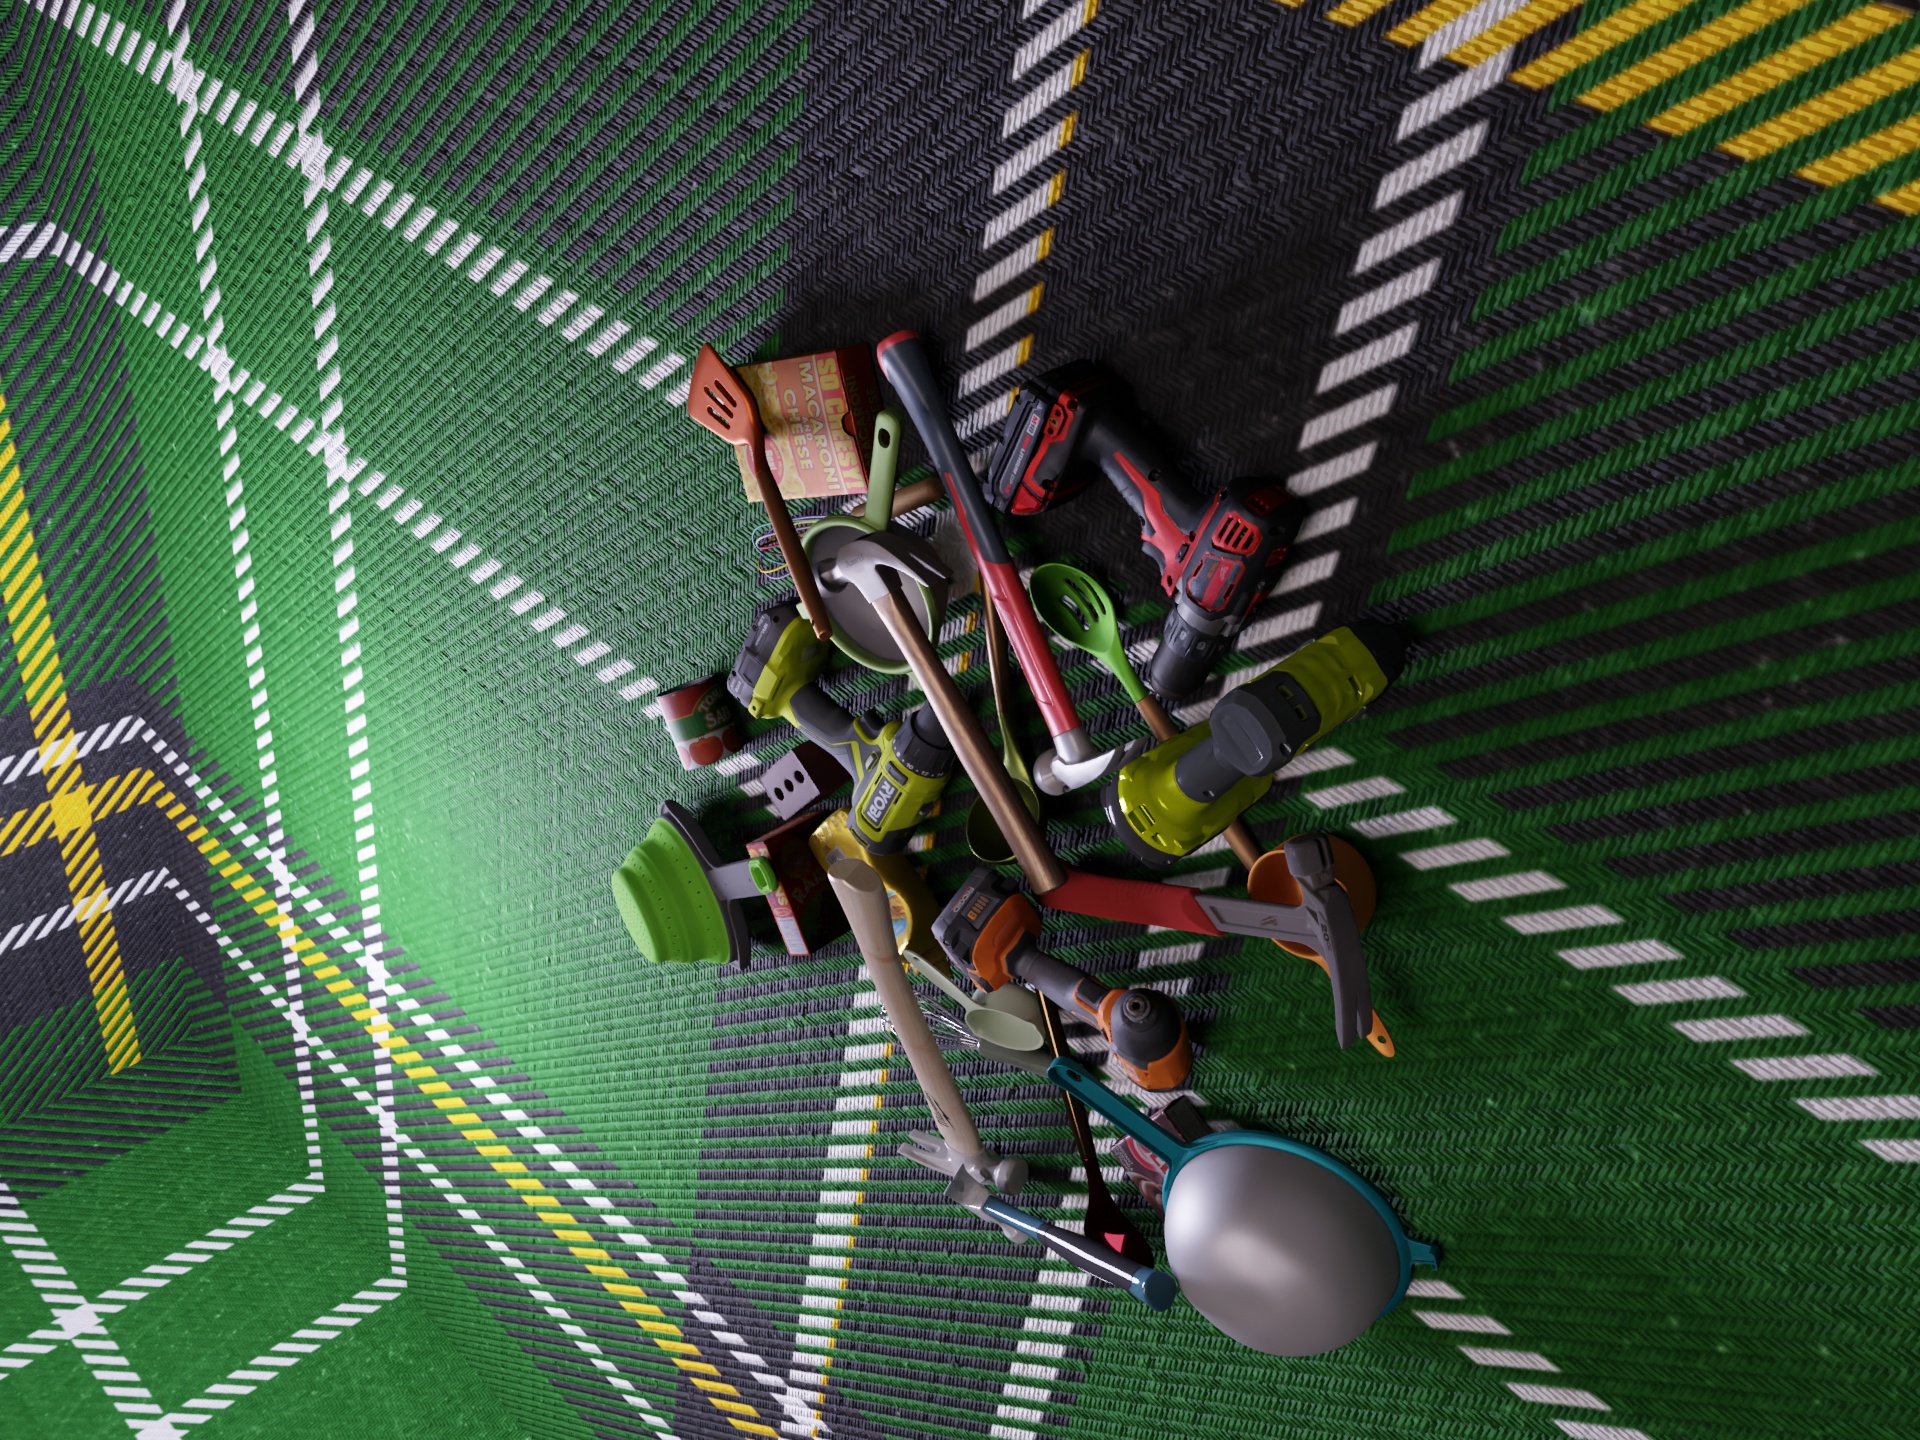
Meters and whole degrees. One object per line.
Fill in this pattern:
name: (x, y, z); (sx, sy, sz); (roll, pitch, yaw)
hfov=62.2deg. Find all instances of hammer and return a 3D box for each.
hammer: (-0.052, 0.293, 1.512); (0.146, 0.038, 0.410); (8, 130, 37)
hammer: (0.031, -0.132, 1.240); (0.386, 0.038, 0.143); (67, 156, 4)
hammer: (0.171, 0.154, 1.239); (0.359, 0.036, 0.149); (-2, 104, 59)
hammer: (-0.002, -0.004, 1.300); (0.130, 0.031, 0.331); (-22, 101, 49)
hammer: (0.088, 0.467, 1.429); (0.128, 0.033, 0.331); (39, 162, -21)

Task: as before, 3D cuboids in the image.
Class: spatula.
spatula: (-0.169, -0.191, 1.353); (0.323, 0.041, 0.081); (66, 146, 33)

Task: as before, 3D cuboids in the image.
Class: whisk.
whisk: (0.018, 0.310, 1.531); (0.246, 0.057, 0.059); (11, 88, 38)
whisk: (-0.103, -0.177, 1.404); (0.245, 0.047, 0.051); (-14, 112, 44)

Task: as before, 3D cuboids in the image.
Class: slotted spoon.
slotted spoon: (0.156, 0.005, 1.243); (0.314, 0.031, 0.070); (56, 139, 5)

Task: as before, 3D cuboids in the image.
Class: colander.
colander: (-0.283, 0.185, 1.652); (0.204, 0.094, 0.397); (66, 156, -2)

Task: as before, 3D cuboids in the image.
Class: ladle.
ladle: (0.027, -0.030, 1.335); (0.078, 0.062, 0.320); (9, 114, 40)
ladle: (0.111, 0.371, 1.444); (0.069, 0.031, 0.315); (-10, 100, 38)

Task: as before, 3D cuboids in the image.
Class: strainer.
strainer: (0.198, 0.404, 1.290); (0.340, 0.095, 0.211); (36, 130, 4)
strainer: (-0.055, -0.157, 1.322); (0.151, 0.069, 0.256); (31, 137, 21)

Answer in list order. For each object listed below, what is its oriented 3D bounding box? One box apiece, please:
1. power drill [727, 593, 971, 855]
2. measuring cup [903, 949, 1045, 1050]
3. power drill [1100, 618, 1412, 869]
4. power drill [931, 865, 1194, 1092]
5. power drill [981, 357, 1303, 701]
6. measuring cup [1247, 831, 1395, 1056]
power drill: (-0.096, -0.011, 1.455); (0.229, 0.080, 0.190); (44, 130, 17)
measuring cup: (0.014, 0.243, 1.450); (0.167, 0.038, 0.083); (41, 143, -23)
power drill: (0.206, 0.012, 1.102); (0.080, 0.171, 0.223); (55, 147, 9)
power drill: (0.089, 0.216, 1.327); (0.227, 0.084, 0.164); (31, 164, 24)
power drill: (0.126, -0.137, 1.165); (0.227, 0.080, 0.187); (41, 135, 19)
measuring cup: (0.285, 0.162, 1.176); (0.095, 0.052, 0.173); (-32, 88, 49)
